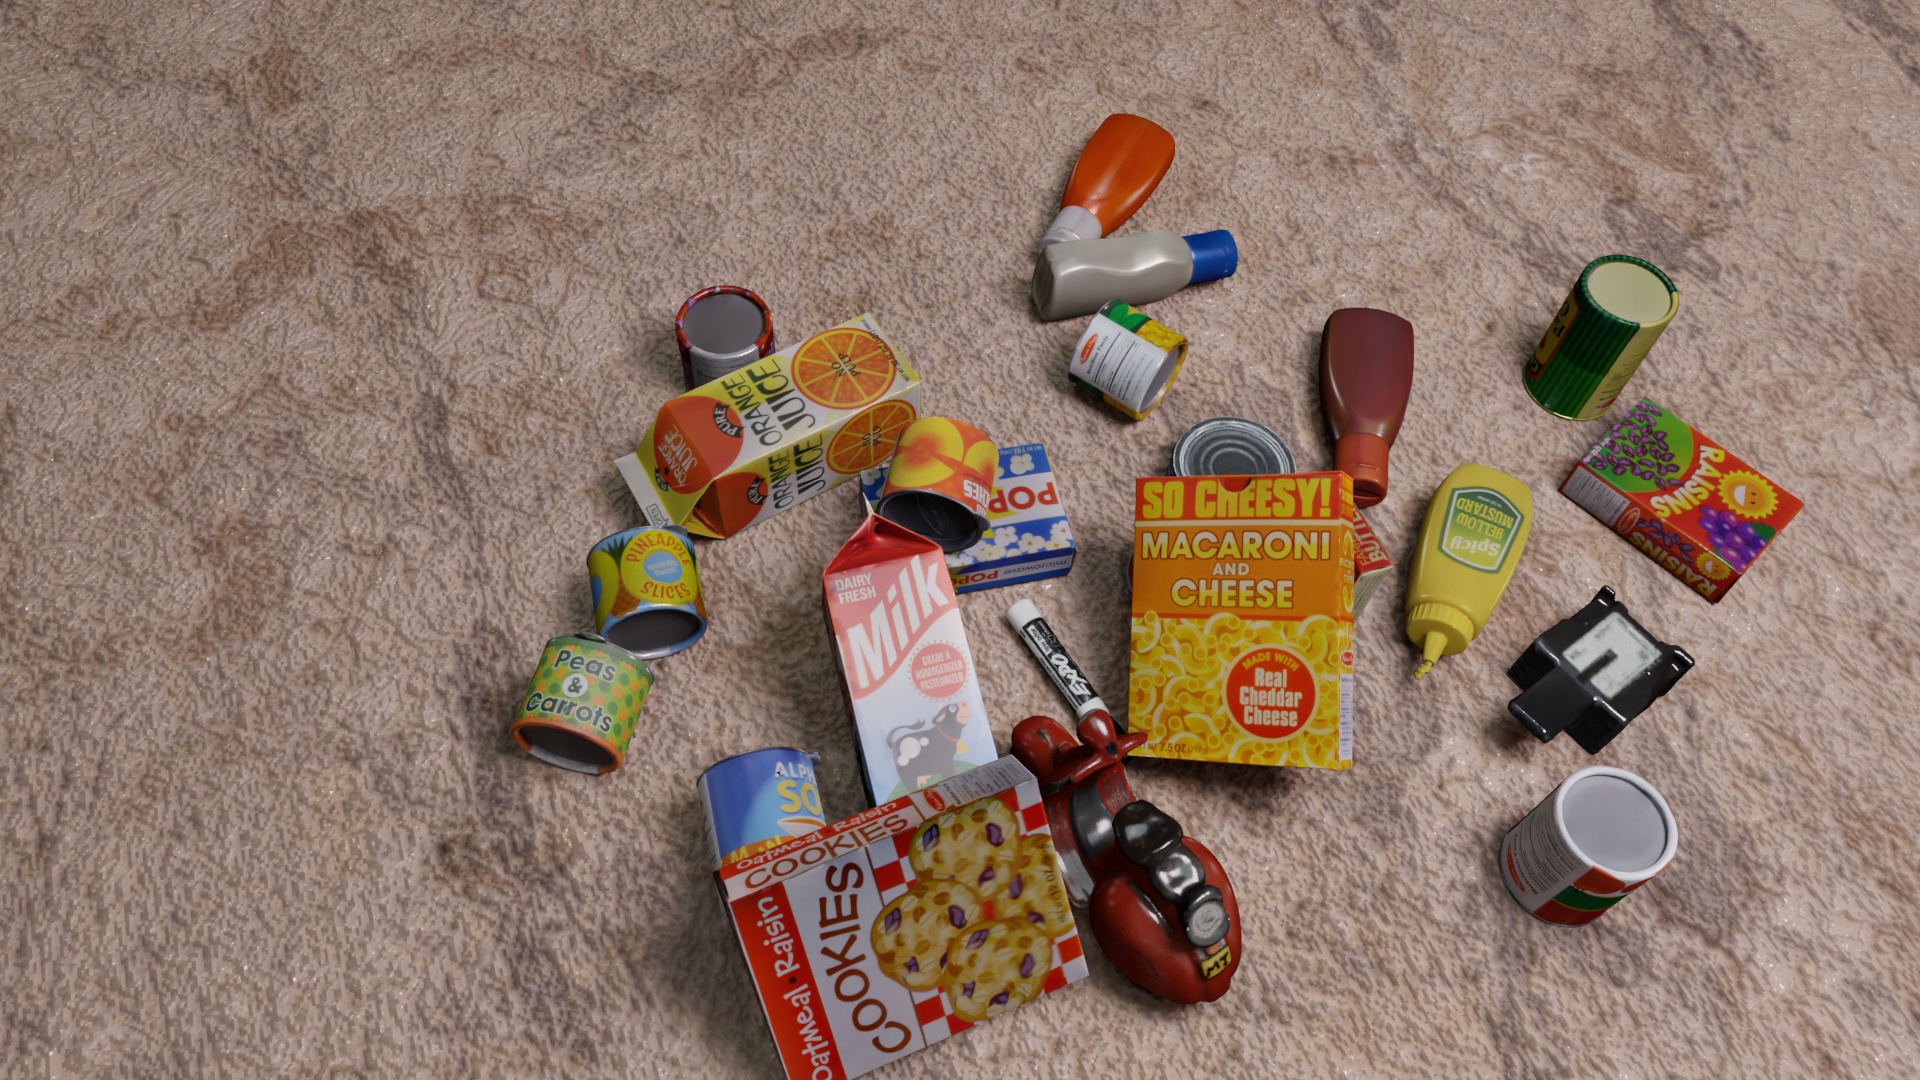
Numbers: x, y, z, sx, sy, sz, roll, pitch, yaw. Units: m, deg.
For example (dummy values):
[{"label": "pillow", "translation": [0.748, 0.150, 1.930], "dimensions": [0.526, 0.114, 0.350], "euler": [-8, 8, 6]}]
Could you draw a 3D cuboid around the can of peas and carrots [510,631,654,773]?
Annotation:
[{"label": "can of peas and carrots", "translation": [-0.218, 0.094, 0.803], "dimensions": [0.071, 0.070, 0.059], "euler": [11, 58, 5]}]

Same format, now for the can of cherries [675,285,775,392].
[{"label": "can of cherries", "translation": [-0.161, -0.135, 0.960], "dimensions": [0.071, 0.058, 0.072], "euler": [1, 58, -2]}]

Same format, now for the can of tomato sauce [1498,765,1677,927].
[{"label": "can of tomato sauce", "translation": [0.350, 0.170, 0.775], "dimensions": [0.071, 0.082, 0.071], "euler": [1, 58, -2]}]

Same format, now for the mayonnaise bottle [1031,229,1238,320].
[{"label": "mayonnaise bottle", "translation": [0.128, -0.198, 1.014], "dimensions": [0.148, 0.064, 0.041], "euler": [-12, 67, -15]}]

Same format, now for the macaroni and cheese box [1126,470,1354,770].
[{"label": "macaroni and cheese box", "translation": [0.162, 0.045, 0.804], "dimensions": [0.123, 0.040, 0.166], "euler": [-1, 83, 27]}]

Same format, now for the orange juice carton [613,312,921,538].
[{"label": "orange juice carton", "translation": [-0.125, -0.068, 0.910], "dimensions": [0.193, 0.072, 0.072], "euler": [-27, 63, -18]}]

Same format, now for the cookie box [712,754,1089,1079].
[{"label": "cookie box", "translation": [-0.029, 0.199, 0.722], "dimensions": [0.168, 0.122, 0.040], "euler": [-19, 17, -14]}]

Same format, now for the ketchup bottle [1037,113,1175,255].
[{"label": "ketchup bottle", "translation": [0.108, -0.265, 1.064], "dimensions": [0.065, 0.043, 0.149], "euler": [25, 60, 14]}]

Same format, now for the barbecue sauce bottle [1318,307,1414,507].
[{"label": "barbecue sauce bottle", "translation": [0.280, -0.093, 0.963], "dimensions": [0.065, 0.043, 0.149], "euler": [11, 58, 4]}]

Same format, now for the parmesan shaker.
[{"label": "parmesan shaker", "translation": [0.445, -0.142, 0.967], "dimensions": [0.071, 0.102, 0.071], "euler": [1, 57, -2]}]

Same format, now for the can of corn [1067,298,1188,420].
[{"label": "can of corn", "translation": [0.118, -0.126, 0.964], "dimensions": [0.058, 0.070, 0.071], "euler": [33, 62, 16]}]

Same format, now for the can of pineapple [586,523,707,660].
[{"label": "can of pineapple", "translation": [-0.190, 0.032, 0.846], "dimensions": [0.071, 0.070, 0.058], "euler": [-11, 60, -10]}]

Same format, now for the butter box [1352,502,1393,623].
[{"label": "butter box", "translation": [0.226, 0.024, 0.850], "dimensions": [0.024, 0.103, 0.053], "euler": [-15, 59, -17]}]

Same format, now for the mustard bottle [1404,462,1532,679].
[{"label": "mustard bottle", "translation": [0.318, 0.023, 0.887], "dimensions": [0.065, 0.048, 0.161], "euler": [22, 59, 13]}]

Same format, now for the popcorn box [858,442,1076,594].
[{"label": "popcorn box", "translation": [0.003, -0.011, 0.900], "dimensions": [0.127, 0.038, 0.085], "euler": [-10, 60, -9]}]

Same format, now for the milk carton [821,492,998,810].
[{"label": "milk carton", "translation": [-0.034, 0.071, 0.801], "dimensions": [0.073, 0.072, 0.191], "euler": [-12, 73, -10]}]

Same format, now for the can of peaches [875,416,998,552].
[{"label": "can of peaches", "translation": [-0.011, -0.034, 0.851], "dimensions": [0.071, 0.071, 0.058], "euler": [10, 57, 4]}]

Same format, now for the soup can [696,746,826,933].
[{"label": "soup can", "translation": [-0.103, 0.165, 0.766], "dimensions": [0.071, 0.071, 0.084], "euler": [-12, 60, -10]}]

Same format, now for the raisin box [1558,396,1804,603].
[{"label": "raisin box", "translation": [0.483, -0.029, 0.935], "dimensions": [0.086, 0.040, 0.123], "euler": [-37, 65, -24]}]

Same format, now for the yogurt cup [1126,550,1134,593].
[{"label": "yogurt cup", "translation": [0.143, 0.012, 0.884], "dimensions": [0.072, 0.053, 0.073], "euler": [1, 58, -2]}]
